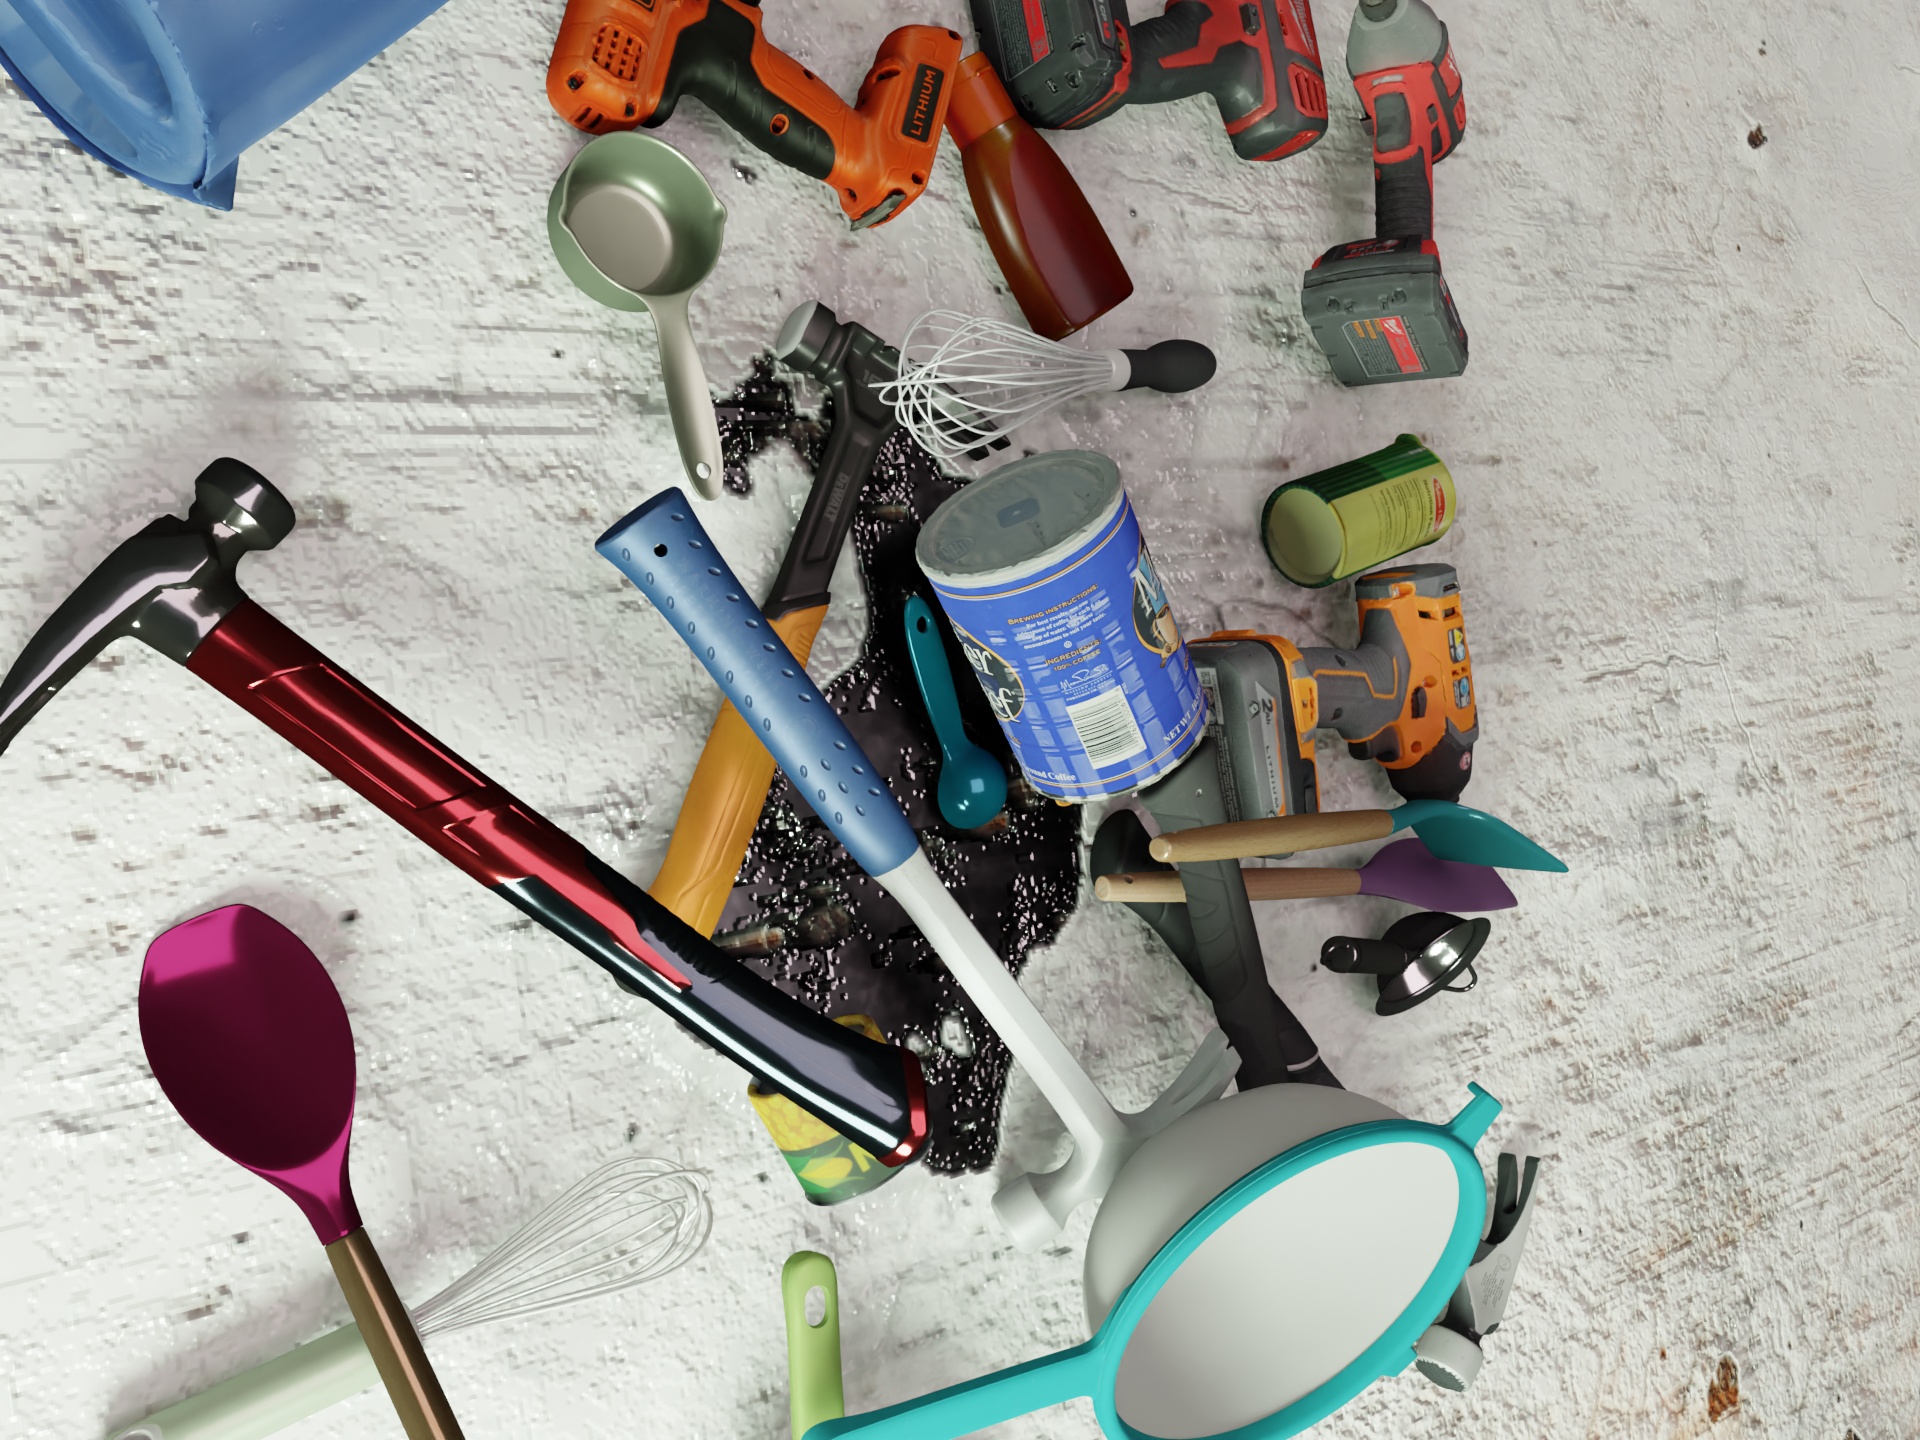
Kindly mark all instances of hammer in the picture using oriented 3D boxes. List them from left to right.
[{"bbox_3d":[-0.176,0.070,0.626,0.386,0.038,0.143,39,65,-11],"label":"hammer"},{"bbox_3d":[-0.080,-0.028,0.747,0.127,0.034,0.337,29,69,-27],"label":"hammer"},{"bbox_3d":[-0.019,0.067,0.720,0.144,0.035,0.405,-35,110,1],"label":"hammer"},{"bbox_3d":[0.158,0.167,0.829,0.146,0.035,0.334,-20,105,-15],"label":"hammer"},{"bbox_3d":[0.207,0.202,0.910,0.408,0.036,0.149,49,60,-19],"label":"hammer"}]

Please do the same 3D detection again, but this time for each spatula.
[{"bbox_3d":[0.201,0.089,0.893,0.315,0.018,0.060,2,43,-34],"label":"spatula"},{"bbox_3d":[0.203,0.065,0.816,0.317,0.082,0.044,-1,92,-43],"label":"spatula"}]

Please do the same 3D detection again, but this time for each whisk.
[{"bbox_3d":[-0.208,0.236,0.625,0.246,0.059,0.058,-19,51,-30],"label":"whisk"},{"bbox_3d":[0.056,-0.180,0.821,0.284,0.070,0.070,-18,95,-50],"label":"whisk"}]

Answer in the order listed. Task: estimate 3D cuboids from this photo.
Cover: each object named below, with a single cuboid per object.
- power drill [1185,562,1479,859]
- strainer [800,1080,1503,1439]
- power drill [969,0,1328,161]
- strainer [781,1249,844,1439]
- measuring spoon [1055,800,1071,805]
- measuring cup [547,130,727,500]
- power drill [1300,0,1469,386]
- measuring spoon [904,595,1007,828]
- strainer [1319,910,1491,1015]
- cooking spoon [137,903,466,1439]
[{"bbox_3d":[0.217,0.008,0.913,0.226,0.084,0.164,-18,101,-38],"label":"power drill"},{"bbox_3d":[0.078,0.254,0.731,0.340,0.095,0.210,-9,124,-22],"label":"strainer"},{"bbox_3d":[0.113,-0.418,0.901,0.226,0.080,0.188,-12,91,-37],"label":"power drill"},{"bbox_3d":[-0.070,0.358,0.686,0.151,0.069,0.256,0,82,-32],"label":"strainer"},{"bbox_3d":[0.084,0.003,0.869,0.117,0.011,0.021,-50,124,-24],"label":"measuring spoon"},{"bbox_3d":[-0.140,-0.179,0.725,0.083,0.038,0.167,-16,95,-34],"label":"measuring cup"},{"bbox_3d":[0.263,-0.327,0.964,0.143,0.078,0.220,31,63,-58],"label":"power drill"},{"bbox_3d":[-0.001,-0.002,0.783,0.042,0.021,0.128,-36,121,-36],"label":"measuring spoon"},{"bbox_3d":[0.244,0.131,0.894,0.050,0.087,0.258,50,16,26],"label":"strainer"},{"bbox_3d":[-0.219,0.216,0.592,0.069,0.017,0.319,-25,83,-27],"label":"cooking spoon"}]
